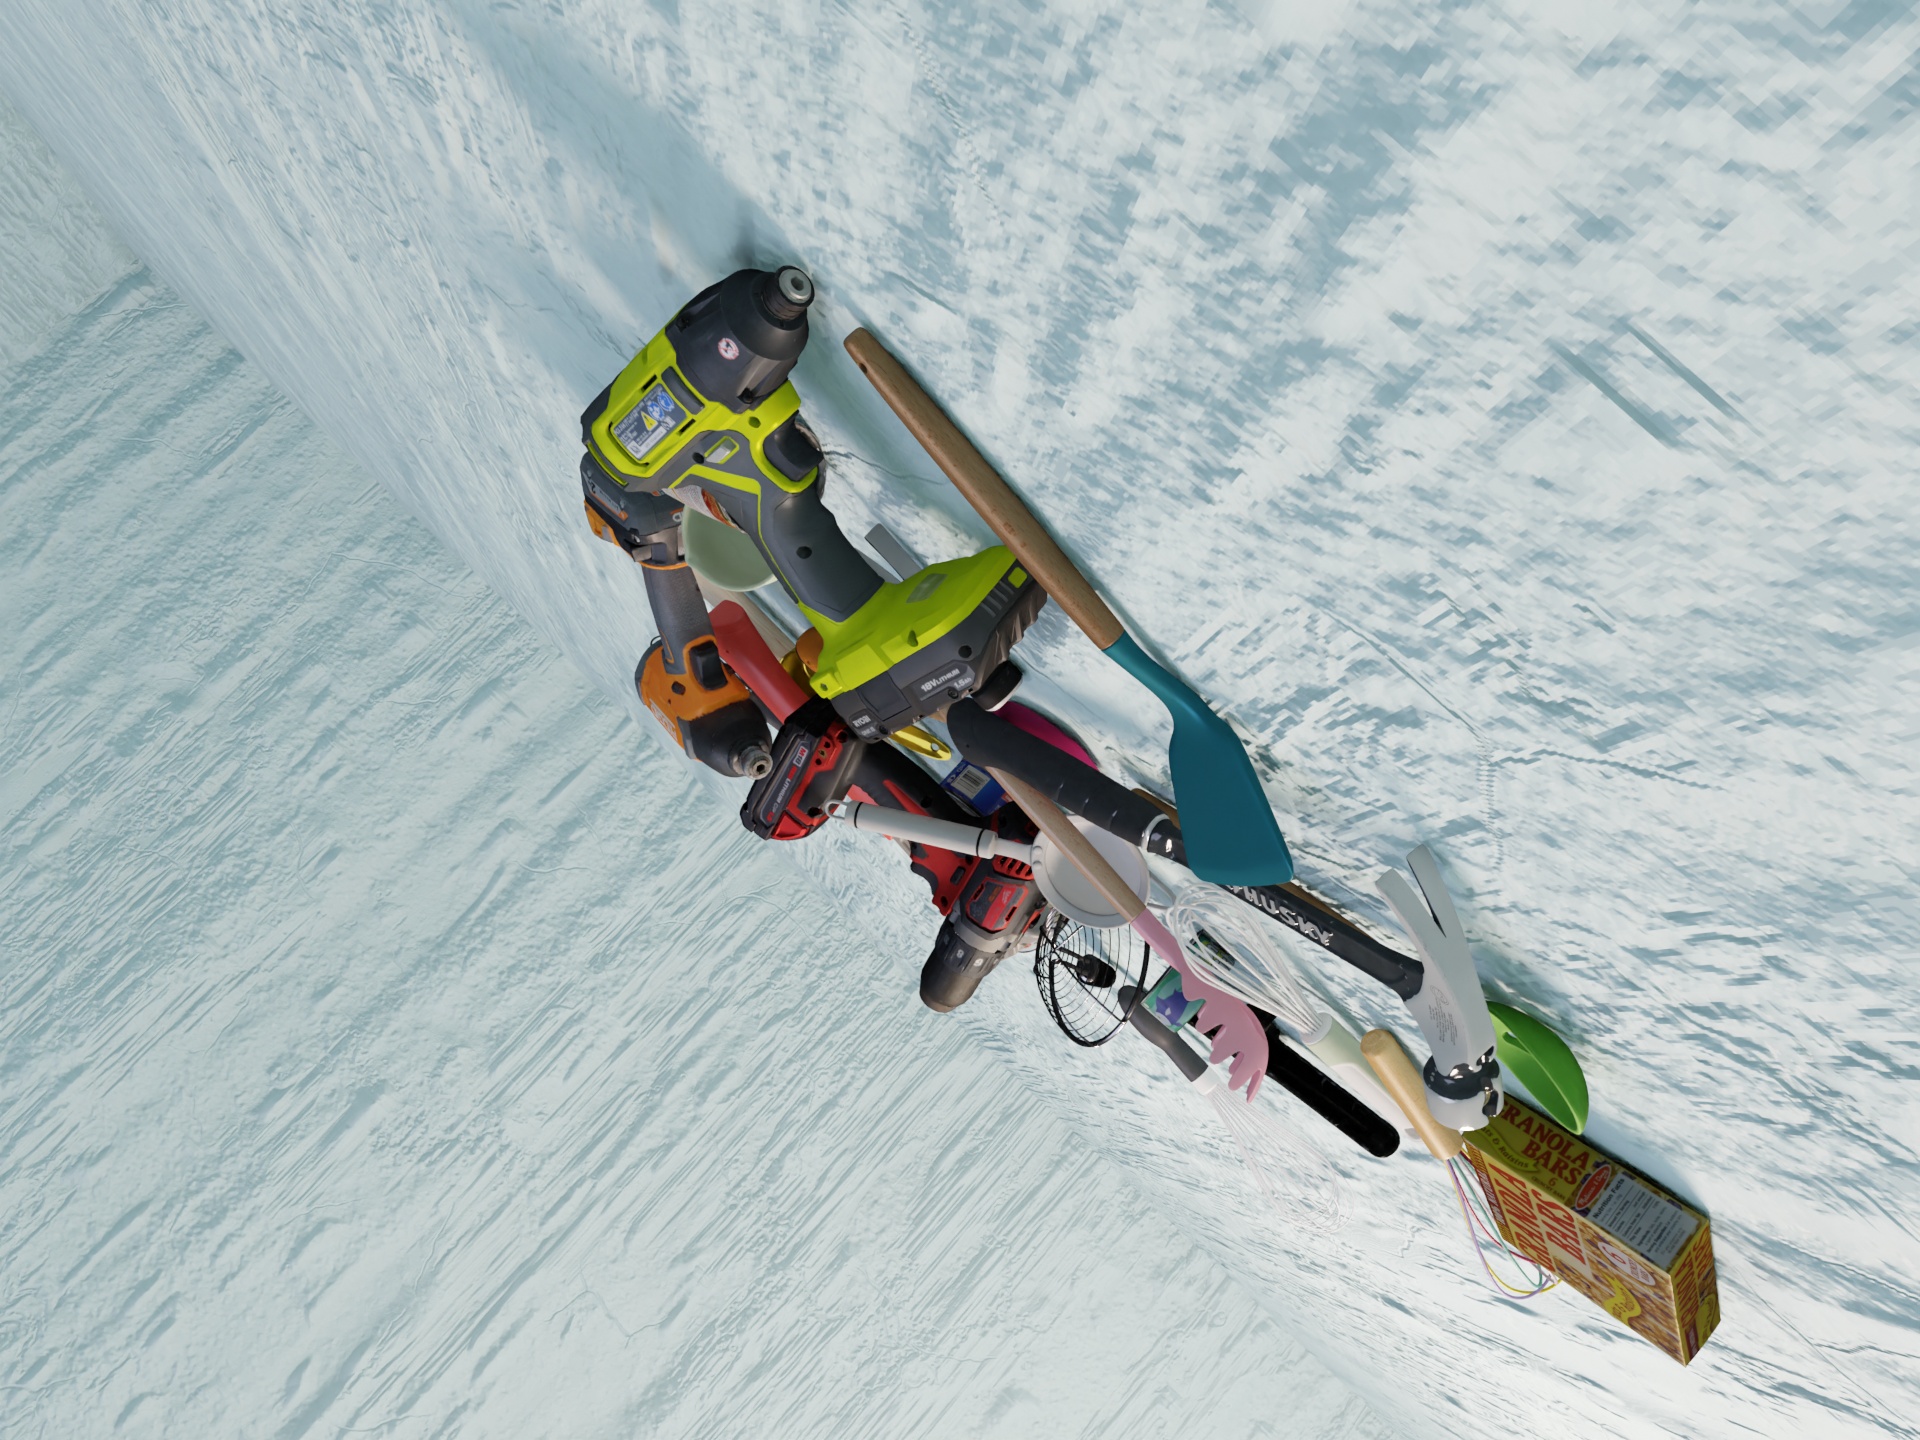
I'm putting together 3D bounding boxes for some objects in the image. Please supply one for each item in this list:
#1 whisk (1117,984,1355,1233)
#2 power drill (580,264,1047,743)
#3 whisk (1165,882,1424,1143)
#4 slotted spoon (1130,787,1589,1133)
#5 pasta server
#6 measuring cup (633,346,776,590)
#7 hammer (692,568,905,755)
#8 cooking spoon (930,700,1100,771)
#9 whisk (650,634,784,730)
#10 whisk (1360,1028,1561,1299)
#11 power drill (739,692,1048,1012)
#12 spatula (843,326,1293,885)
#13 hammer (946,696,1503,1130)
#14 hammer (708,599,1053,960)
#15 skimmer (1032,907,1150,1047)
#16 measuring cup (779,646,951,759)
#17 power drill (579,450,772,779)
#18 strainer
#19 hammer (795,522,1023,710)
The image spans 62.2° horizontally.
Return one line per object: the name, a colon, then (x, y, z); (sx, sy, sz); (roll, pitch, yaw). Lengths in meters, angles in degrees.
whisk: (0.238, 0.343, 1.409); (0.284, 0.070, 0.070); (47, 168, 4)
power drill: (-0.069, -0.106, 0.781); (0.223, 0.080, 0.171); (48, 140, -13)
whisk: (0.217, 0.188, 0.992); (0.246, 0.059, 0.058); (43, 140, -15)
slotted spoon: (0.199, 0.111, 0.838); (0.314, 0.031, 0.070); (34, 165, 41)
pasta server: (0.089, 0.109, 1.016); (0.316, 0.040, 0.060); (48, -175, 9)
measuring cup: (-0.154, -0.160, 0.995); (0.167, 0.083, 0.038); (61, -156, 3)
hammer: (-0.125, -0.035, 1.331); (0.410, 0.038, 0.146); (45, 166, -8)
cooking spoon: (-0.002, -0.003, 1.093); (0.068, 0.017, 0.319); (51, 164, -29)
whisk: (-0.176, -0.018, 1.357); (0.239, 0.055, 0.055); (30, 163, 27)
whisk: (0.319, 0.279, 1.000); (0.047, 0.051, 0.244); (-20, 117, 37)
power drill: (-0.046, 0.098, 1.171); (0.227, 0.187, 0.080); (33, -151, 7)
spatula: (0.048, -0.050, 0.735); (0.317, 0.044, 0.082); (48, 158, -14)
hammer: (0.115, 0.065, 0.860); (0.409, 0.036, 0.149); (30, 147, 49)
hammer: (-0.082, 0.053, 1.257); (0.359, 0.037, 0.149); (49, 145, -7)
skimmer: (0.122, 0.197, 1.264); (0.090, 0.127, 0.363); (5, 169, 13)
measuring cup: (-0.071, -0.013, 1.257); (0.156, 0.029, 0.062); (28, 129, 8)
power drill: (-0.185, -0.070, 1.101); (0.164, 0.084, 0.226); (41, 146, 46)
strainer: (0.026, 0.083, 1.078); (0.258, 0.050, 0.086); (12, 119, 17)
hammer: (-0.064, -0.059, 1.070); (0.127, 0.034, 0.337); (46, 167, -13)
